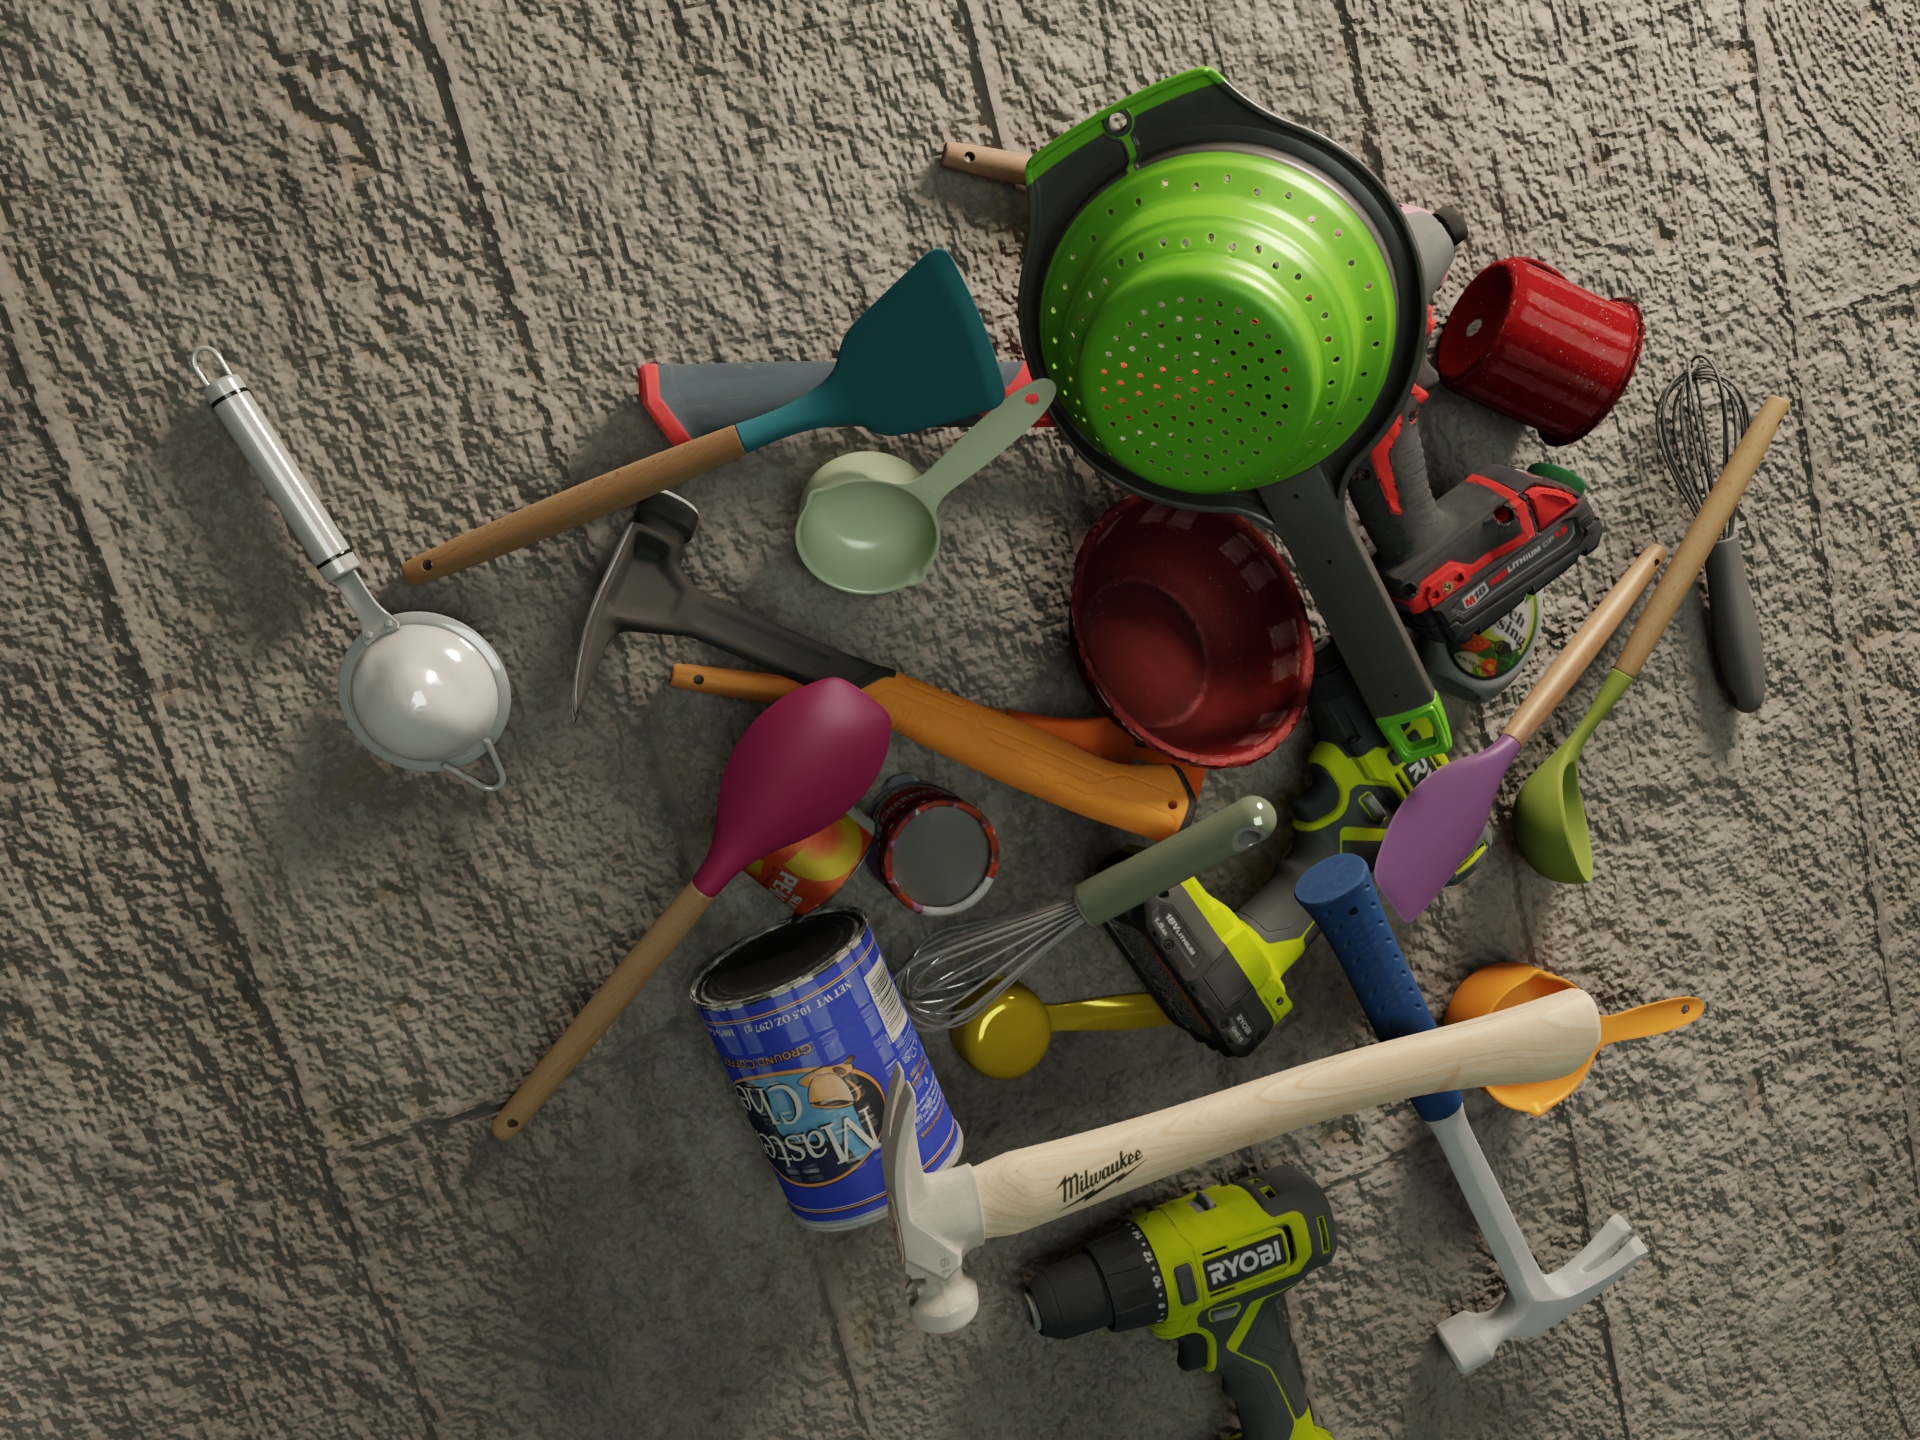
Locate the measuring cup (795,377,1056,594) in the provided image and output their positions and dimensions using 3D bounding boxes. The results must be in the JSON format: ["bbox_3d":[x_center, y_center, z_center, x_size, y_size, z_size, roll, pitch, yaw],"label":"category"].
[{"bbox_3d":[-0.016,-0.131,0.825,0.167,0.038,0.083,-36,126,26],"label":"measuring cup"}]

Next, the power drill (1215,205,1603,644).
[{"bbox_3d":[0.250,-0.163,0.869,0.143,0.079,0.219,-37,112,3],"label":"power drill"}]

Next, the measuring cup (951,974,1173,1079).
[{"bbox_3d":[0.072,0.178,0.937,0.156,0.029,0.062,-2,98,-17],"label":"measuring cup"}]

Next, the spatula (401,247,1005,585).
[{"bbox_3d":[-0.136,-0.134,0.793,0.317,0.044,0.082,-22,92,2],"label":"spatula"}]

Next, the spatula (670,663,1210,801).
[{"bbox_3d":[-0.001,-0.003,0.896,0.322,0.041,0.081,8,95,-13],"label":"spatula"}]

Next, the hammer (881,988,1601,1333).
[{"bbox_3d":[0.159,0.201,0.849,0.410,0.038,0.146,-13,112,-14],"label":"hammer"}]

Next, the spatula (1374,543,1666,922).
[{"bbox_3d":[0.343,-0.005,0.958,0.316,0.018,0.059,-45,111,-22],"label":"spatula"}]

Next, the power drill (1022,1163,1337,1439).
[{"bbox_3d":[0.146,0.401,0.966,0.190,0.080,0.228,-15,99,-14],"label":"power drill"}]

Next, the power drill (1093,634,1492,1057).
[{"bbox_3d":[0.192,0.072,0.933,0.223,0.080,0.171,-40,107,-14],"label":"power drill"}]

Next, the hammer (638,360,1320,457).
[{"bbox_3d":[0.023,-0.191,0.858,0.386,0.038,0.143,-3,111,-14],"label":"hammer"}]

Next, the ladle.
[{"bbox_3d":[0.431,-0.047,0.974,0.078,0.062,0.320,13,106,-59],"label":"ladle"}]

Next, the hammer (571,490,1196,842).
[{"bbox_3d":[-0.032,-0.001,0.837,0.336,0.034,0.127,22,71,-10],"label":"hammer"}]

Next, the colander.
[{"bbox_3d":[0.159,-0.115,0.798,0.204,0.095,0.396,-20,116,28],"label":"colander"}]

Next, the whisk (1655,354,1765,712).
[{"bbox_3d":[0.486,-0.115,1.012,0.055,0.055,0.239,-21,106,-13],"label":"whisk"}]

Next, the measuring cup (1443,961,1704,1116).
[{"bbox_3d":[0.392,0.193,1.023,0.173,0.052,0.095,-7,99,-17],"label":"measuring cup"}]

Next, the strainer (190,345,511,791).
[{"bbox_3d":[-0.306,-0.068,0.788,0.087,0.050,0.258,-29,101,6],"label":"strainer"}]

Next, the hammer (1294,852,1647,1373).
[{"bbox_3d":[0.296,0.236,0.952,0.144,0.035,0.405,-30,118,2],"label":"hammer"}]

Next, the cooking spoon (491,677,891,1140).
[{"bbox_3d":[-0.147,0.105,0.821,0.068,0.017,0.319,36,104,-18],"label":"cooking spoon"}]

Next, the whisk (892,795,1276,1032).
[{"bbox_3d":[0.061,0.103,0.862,0.246,0.059,0.057,-30,133,20],"label":"whisk"}]

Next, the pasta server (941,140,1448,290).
[{"bbox_3d":[0.142,-0.287,0.899,0.316,0.040,0.060,7,95,-13],"label":"pasta server"}]
